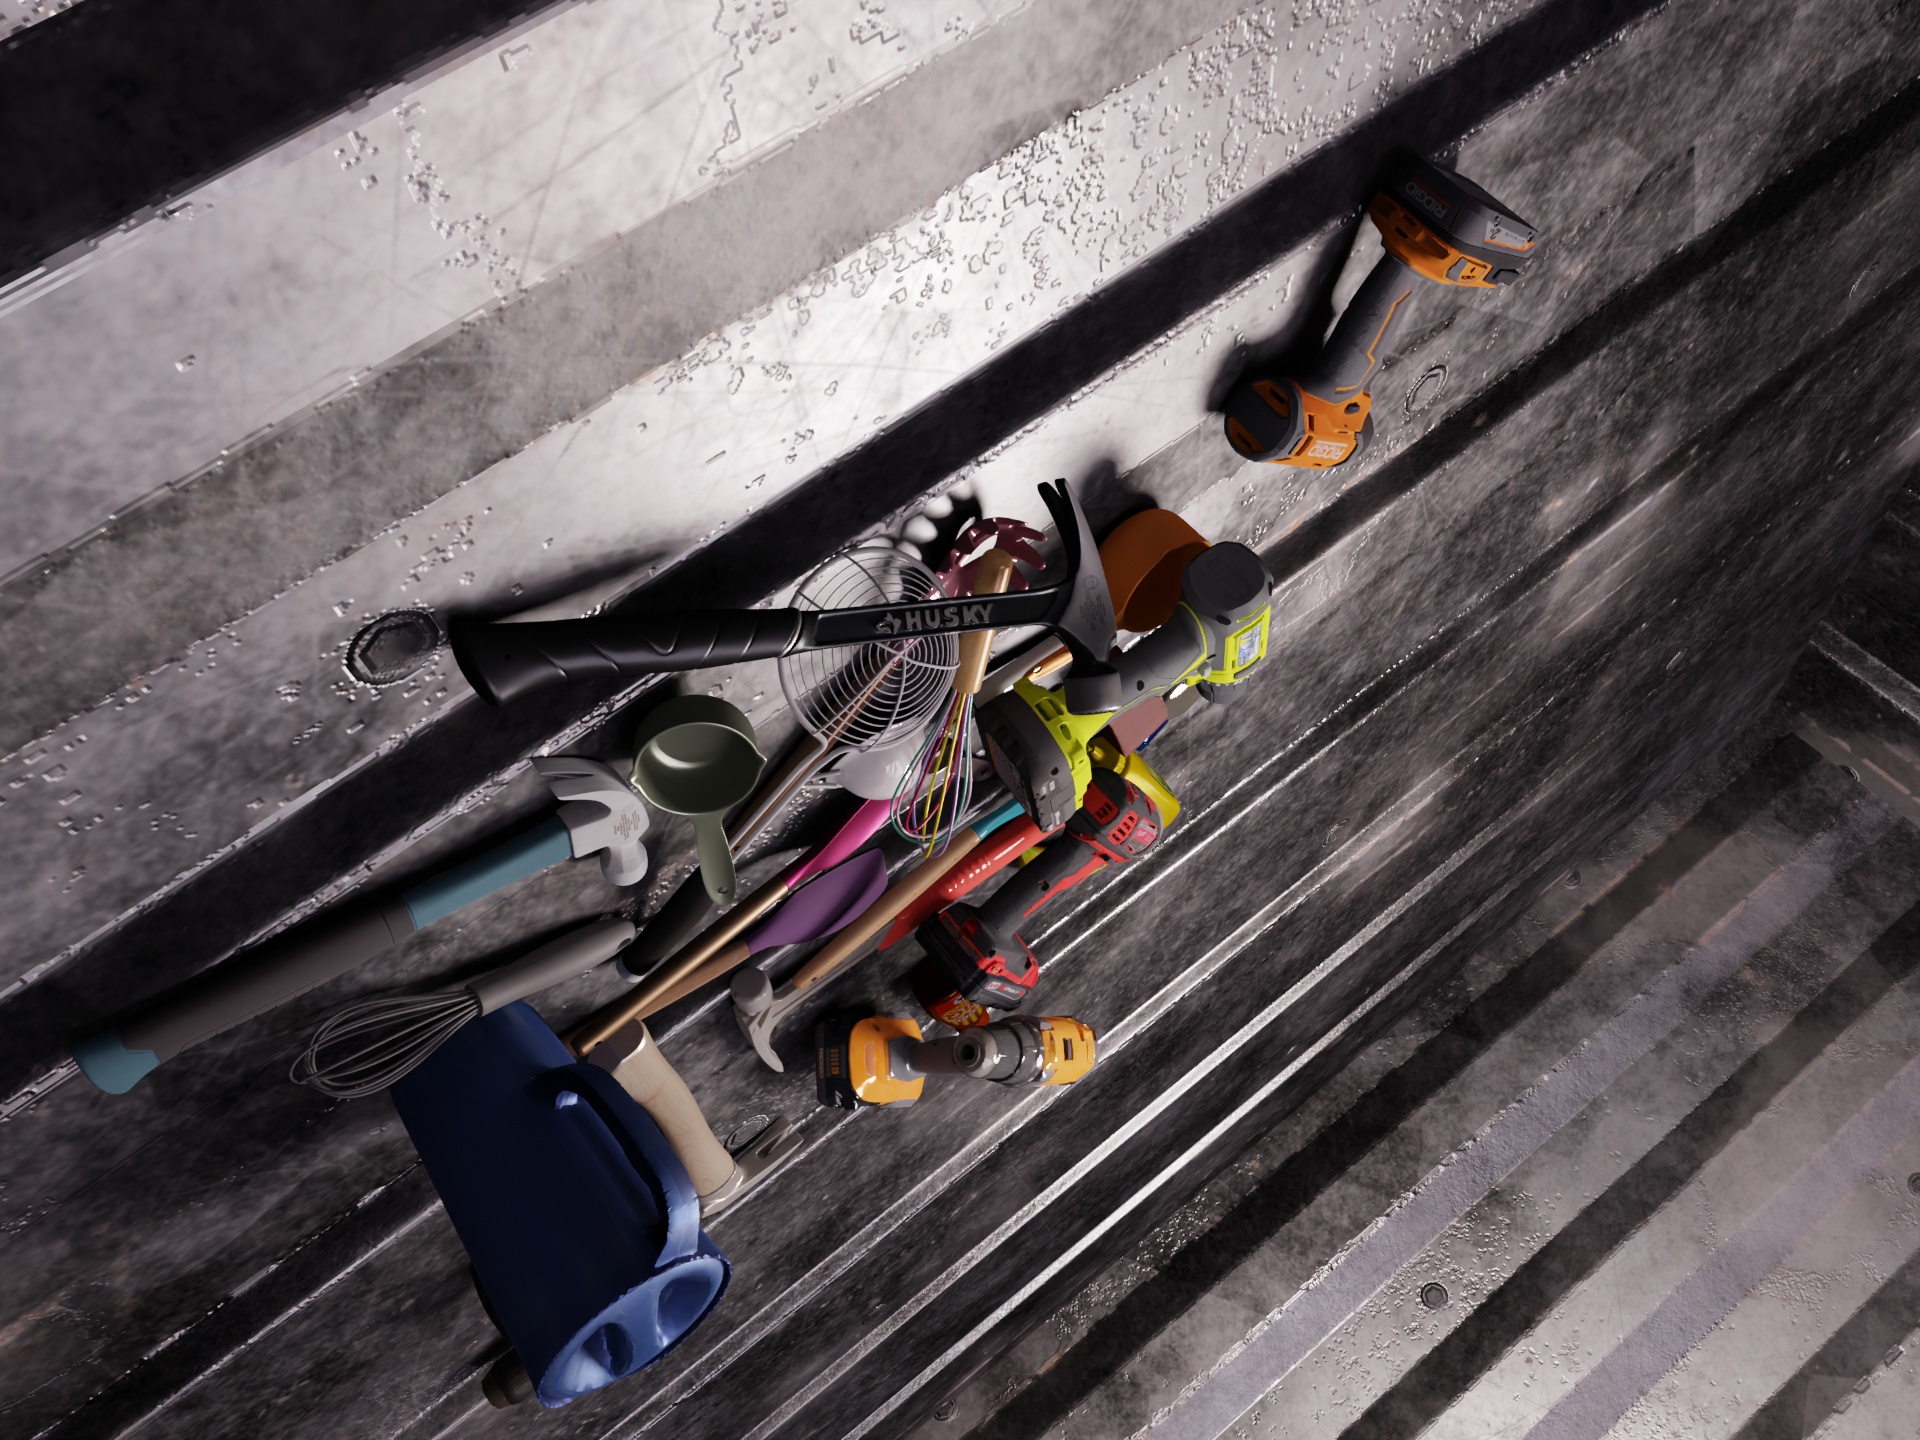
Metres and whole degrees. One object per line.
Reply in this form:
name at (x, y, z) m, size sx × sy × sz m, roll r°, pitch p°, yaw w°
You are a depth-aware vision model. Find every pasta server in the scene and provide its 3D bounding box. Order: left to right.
pasta server at (-0.061, -0.018, 1.066) m, size 0.316 × 0.040 × 0.060 m, roll -49°, pitch 137°, yaw 12°

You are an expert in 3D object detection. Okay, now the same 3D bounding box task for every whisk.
whisk at (-0.307, 0.174, 1.008) m, size 0.239 × 0.055 × 0.055 m, roll -23°, pitch 146°, yaw -40°
whisk at (-0.004, -0.008, 1.069) m, size 0.047 × 0.051 × 0.244 m, roll -46°, pitch 155°, yaw -54°

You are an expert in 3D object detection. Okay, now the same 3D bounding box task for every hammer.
hammer at (-0.329, 0.118, 0.910) m, size 0.331 × 0.033 × 0.128 m, roll -28°, pitch 149°, yaw -27°
hammer at (-0.221, 0.325, 1.306) m, size 0.146 × 0.038 × 0.410 m, roll -36°, pitch 154°, yaw -17°
hammer at (-0.081, -0.057, 0.908) m, size 0.408 × 0.036 × 0.149 m, roll -7°, pitch 93°, yaw -31°
hammer at (-0.032, 0.161, 1.346) m, size 0.359 × 0.037 × 0.149 m, roll -34°, pitch 150°, yaw -17°

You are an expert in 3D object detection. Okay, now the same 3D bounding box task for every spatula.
spatula at (-0.184, 0.185, 1.200) m, size 0.316 × 0.018 × 0.059 m, roll -27°, pitch 129°, yaw -27°
spatula at (-0.015, 0.100, 1.269) m, size 0.317 × 0.044 × 0.082 m, roll -40°, pitch 151°, yaw -9°

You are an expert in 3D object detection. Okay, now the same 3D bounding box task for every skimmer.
skimmer at (-0.132, 0.040, 1.054) m, size 0.127 × 0.090 × 0.363 m, roll 21°, pitch 126°, yaw -33°

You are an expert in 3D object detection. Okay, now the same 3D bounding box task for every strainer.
strainer at (-0.002, -0.004, 1.161) m, size 0.258 × 0.050 × 0.086 m, roll -34°, pitch 166°, yaw -23°

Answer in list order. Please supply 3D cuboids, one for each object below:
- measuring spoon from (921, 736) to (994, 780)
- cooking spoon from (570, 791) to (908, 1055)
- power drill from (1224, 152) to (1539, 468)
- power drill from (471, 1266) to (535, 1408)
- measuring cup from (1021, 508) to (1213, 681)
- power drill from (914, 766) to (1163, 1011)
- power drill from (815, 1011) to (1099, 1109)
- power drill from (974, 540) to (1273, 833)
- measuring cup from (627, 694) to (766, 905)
measuring spoon at (-0.001, 0.031, 1.238) m, size 0.034 × 0.018 × 0.124 m, roll -46°, pitch 159°, yaw 9°
cooking spoon at (-0.148, 0.132, 1.140) m, size 0.319 × 0.017 × 0.068 m, roll -39°, pitch 160°, yaw -26°
power drill at (0.303, -0.277, 1.141) m, size 0.164 × 0.084 × 0.226 m, roll -5°, pitch 138°, yaw -50°
power drill at (-0.350, 0.512, 1.378) m, size 0.188 × 0.080 × 0.226 m, roll -33°, pitch 153°, yaw -17°
measuring cup at (0.104, -0.091, 1.166) m, size 0.173 × 0.052 × 0.095 m, roll -33°, pitch 152°, yaw -10°
power drill at (0.079, 0.138, 1.332) m, size 0.219 × 0.079 × 0.143 m, roll -46°, pitch 152°, yaw 7°
power drill at (-0.017, 0.288, 1.364) m, size 0.226 × 0.084 × 0.185 m, roll -10°, pitch 166°, yaw 28°
power drill at (0.131, -0.018, 1.175) m, size 0.228 × 0.080 × 0.190 m, roll -34°, pitch 157°, yaw -7°
measuring cup at (-0.159, 0.051, 0.995) m, size 0.083 × 0.038 × 0.167 m, roll -8°, pitch 134°, yaw -7°
